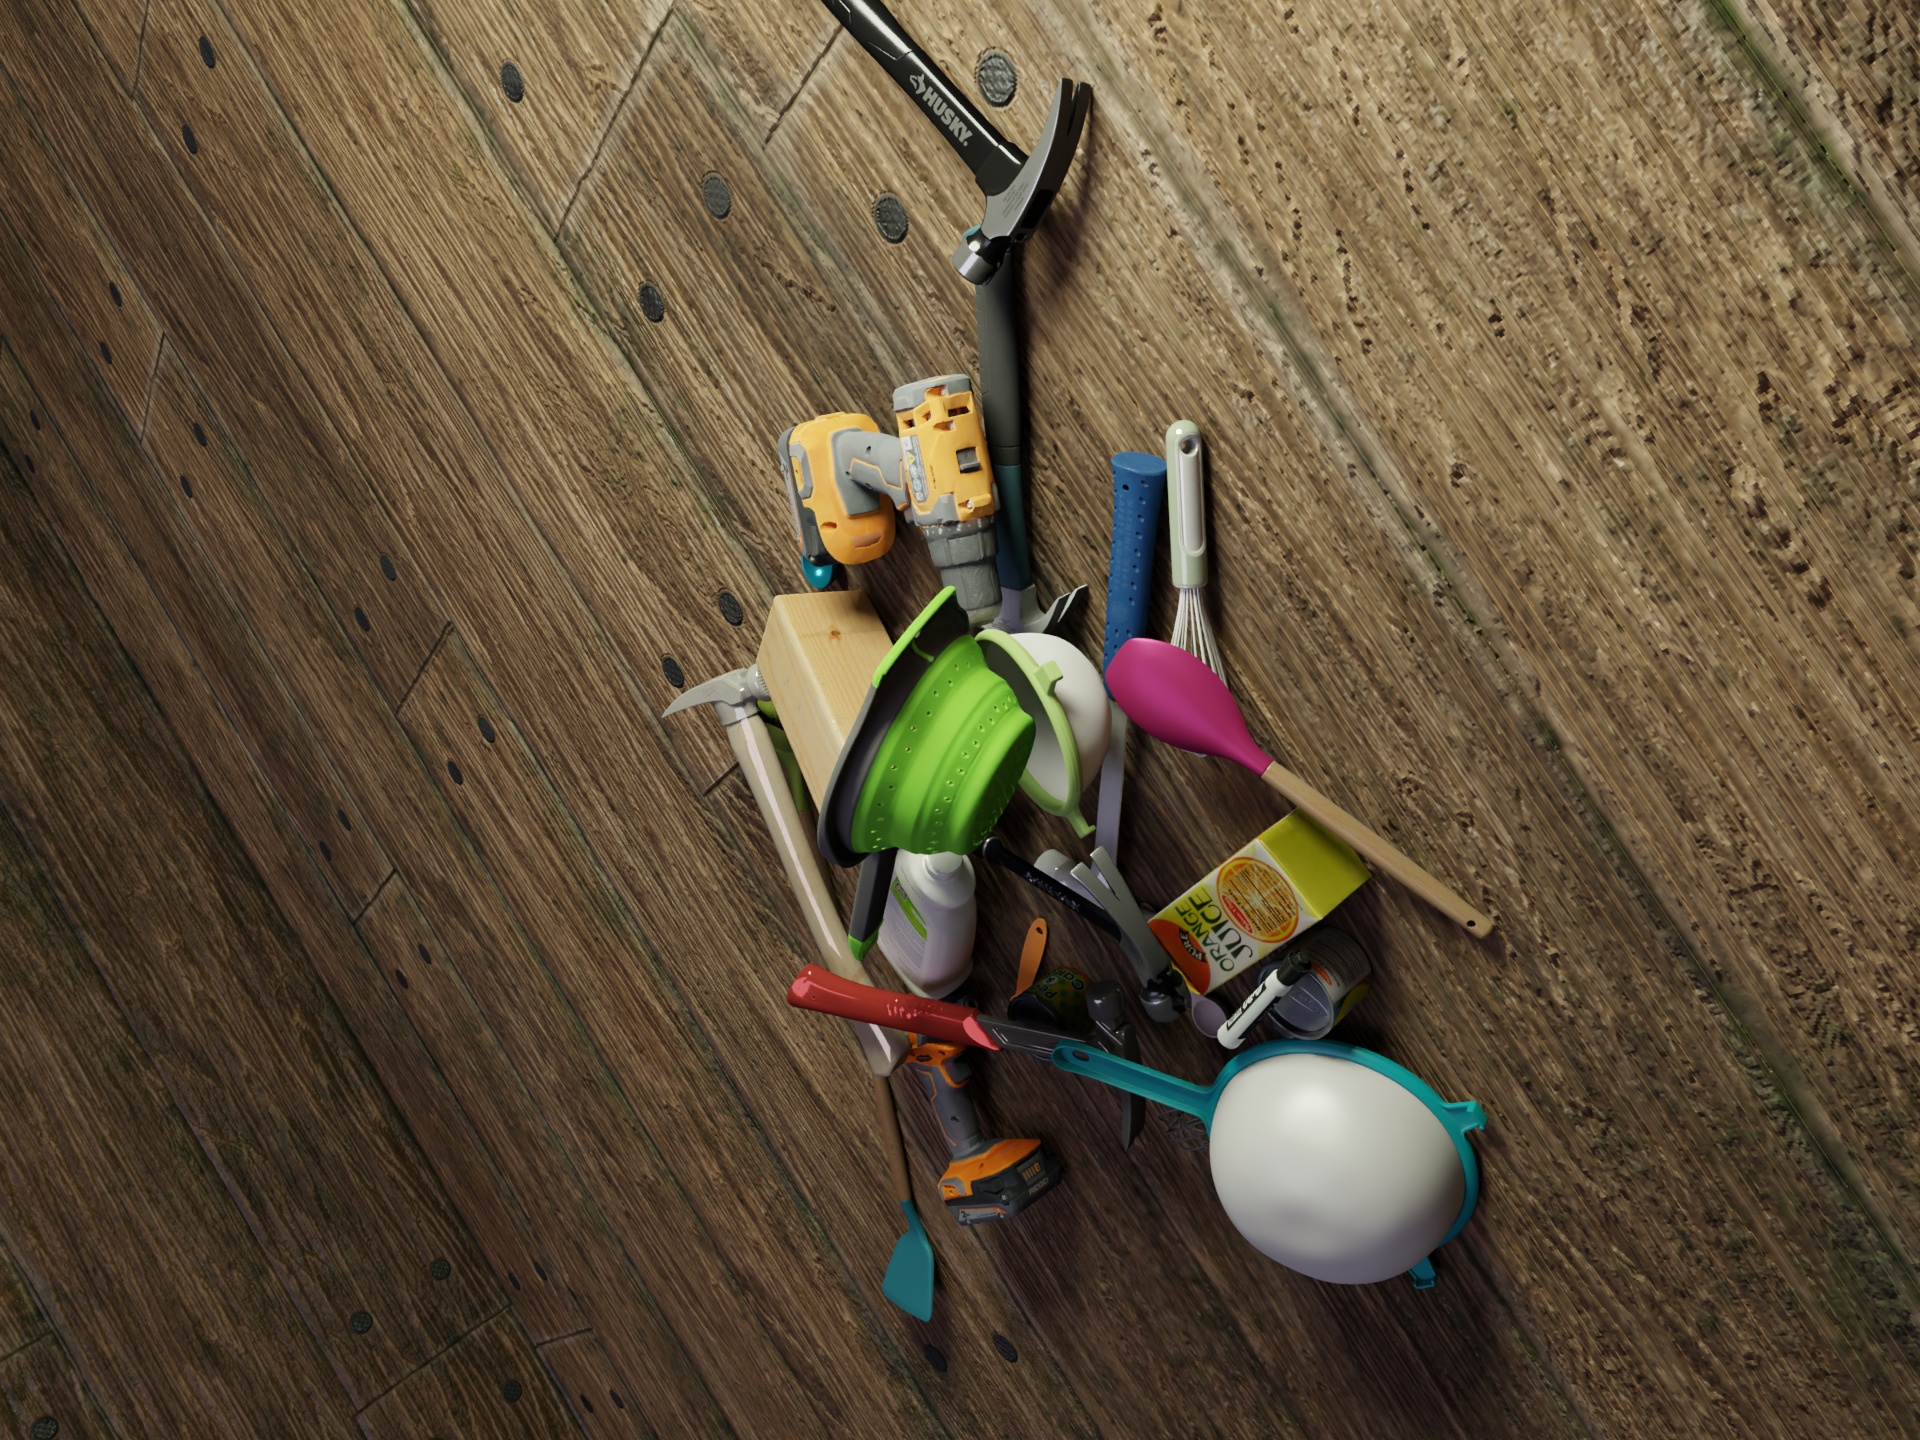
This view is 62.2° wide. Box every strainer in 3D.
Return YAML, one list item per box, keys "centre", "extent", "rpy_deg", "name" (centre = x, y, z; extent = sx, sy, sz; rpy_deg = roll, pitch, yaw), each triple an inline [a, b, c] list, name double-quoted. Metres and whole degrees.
- centre: [0.049, -0.029, 1.231]
  extent: [0.257, 0.069, 0.151]
  rpy_deg: [43, 152, 55]
  name: "strainer"
- centre: [0.215, 0.331, 1.214]
  extent: [0.340, 0.095, 0.210]
  rpy_deg: [17, 125, 20]
  name: "strainer"

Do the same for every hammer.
- centre: [0.126, -0.007, 1.219]
  extent: [0.144, 0.035, 0.405]
  rpy_deg: [29, 131, 37]
  name: "hammer"
- centre: [-0.004, 0.275, 1.407]
  extent: [0.359, 0.037, 0.149]
  rpy_deg: [4, 114, 34]
  name: "hammer"
- centre: [0.032, -0.210, 1.204]
  extent: [0.128, 0.033, 0.330]
  rpy_deg: [20, 125, 40]
  name: "hammer"
- centre: [-0.153, 0.149, 1.507]
  extent: [0.146, 0.038, 0.410]
  rpy_deg: [-17, 99, 40]
  name: "hammer"
- centre: [0.032, 0.109, 1.307]
  extent: [0.409, 0.036, 0.149]
  rpy_deg: [27, 151, 55]
  name: "hammer"
- centre: [-0.042, -0.473, 1.112]
  extent: [0.335, 0.035, 0.146]
  rpy_deg: [53, 126, 16]
  name: "hammer"

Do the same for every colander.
- centre: [-0.022, 0.081, 1.191]
  extent: [0.094, 0.204, 0.396]
  rpy_deg: [27, 140, 12]
  name: "colander"

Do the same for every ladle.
- centre: [-0.159, 0.117, 1.587]
  extent: [0.078, 0.062, 0.320]
  rpy_deg: [5, 119, 38]
  name: "ladle"

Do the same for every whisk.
- centre: [0.245, 0.300, 1.270]
  extent: [0.239, 0.055, 0.055]
  rpy_deg: [-35, 85, 46]
  name: "whisk"
- centre: [0.163, -0.090, 1.127]
  extent: [0.059, 0.058, 0.246]
  rpy_deg: [-133, 35, -65]
  name: "whisk"

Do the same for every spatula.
- centre: [-0.072, 0.504, 1.730]
  extent: [0.082, 0.044, 0.317]
  rpy_deg: [13, 120, 46]
  name: "spatula"

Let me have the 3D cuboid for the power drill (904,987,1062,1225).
- centre: [0.005, 0.364, 1.538]
  extent: [0.164, 0.084, 0.226]
  rpy_deg: [-33, 83, 51]
  name: "power drill"

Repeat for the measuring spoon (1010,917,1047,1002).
- centre: [0.065, 0.222, 1.446]
  extent: [0.021, 0.011, 0.116]
  rpy_deg: [34, 130, 29]
  name: "measuring spoon"

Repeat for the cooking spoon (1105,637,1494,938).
- centre: [0.235, 0.049, 1.108]
  extent: [0.319, 0.017, 0.068]
  rpy_deg: [37, 116, 10]
  name: "cooking spoon"

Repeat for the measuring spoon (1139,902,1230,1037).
- centre: [0.185, 0.202, 1.304]
  extent: [0.034, 0.018, 0.124]
  rpy_deg: [-43, 72, 45]
  name: "measuring spoon"

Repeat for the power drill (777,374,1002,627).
- centre: [-0.047, -0.164, 1.245]
  extent: [0.226, 0.084, 0.185]
  rpy_deg: [4, 110, 56]
  name: "power drill"

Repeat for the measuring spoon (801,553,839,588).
- centre: [-0.132, -0.182, 1.415]
  extent: [0.042, 0.021, 0.128]
  rpy_deg: [-11, 95, 49]
  name: "measuring spoon"
